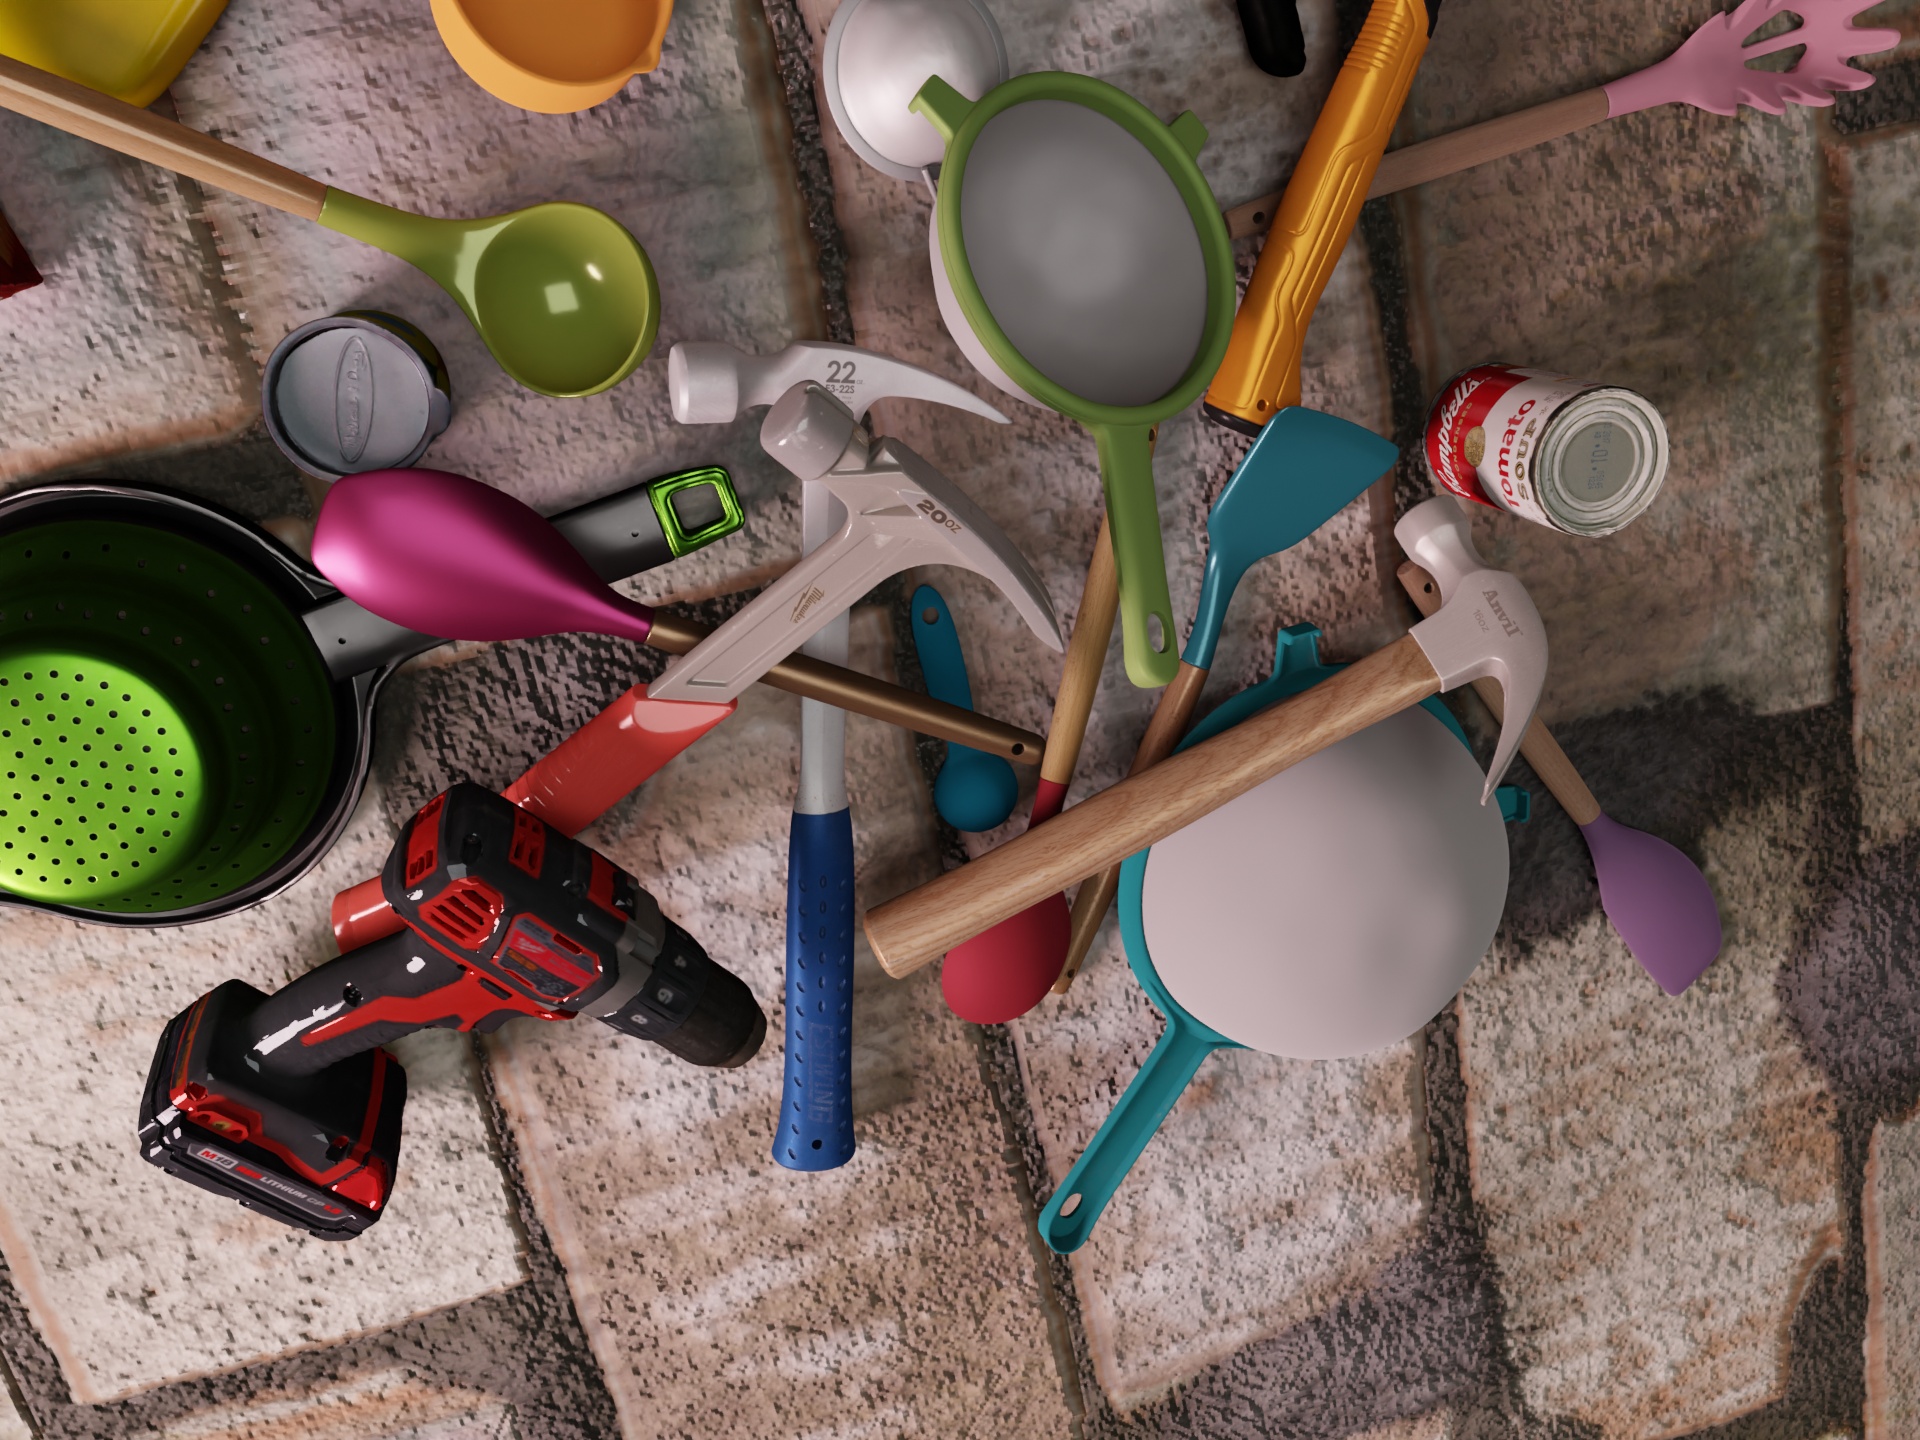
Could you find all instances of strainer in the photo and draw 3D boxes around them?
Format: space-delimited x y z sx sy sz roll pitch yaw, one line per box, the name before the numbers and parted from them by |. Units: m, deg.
strainer | 0.049 -0.138 0.676 0.151 0.069 0.256 -8 88 -33
strainer | 0.154 0.137 0.774 0.210 0.095 0.340 33 93 -29
strainer | -0.038 -0.330 0.641 0.087 0.050 0.258 -29 108 -18

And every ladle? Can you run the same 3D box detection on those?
ladle | -0.265 -0.203 0.593 0.320 0.062 0.078 16 103 -29
ladle | 0.052 0.004 0.762 0.069 0.031 0.315 8 100 -32

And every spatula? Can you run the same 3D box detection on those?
spatula | 0.109 0.000 0.772 0.082 0.044 0.317 11 107 -36
spatula | 0.320 0.031 0.839 0.060 0.018 0.315 -45 111 -5

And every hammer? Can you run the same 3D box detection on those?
hammer | -0.058 0.030 0.739 0.144 0.035 0.405 -4 112 -17
hammer | 0.107 0.030 0.717 0.331 0.130 0.031 -29 156 6
hammer | 0.174 -0.284 0.669 0.127 0.034 0.336 12 109 -25
hammer | -0.134 0.015 0.669 0.359 0.037 0.149 -36 125 23

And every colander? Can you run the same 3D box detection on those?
colander | -0.278 -0.020 0.659 0.397 0.095 0.204 -21 110 -4

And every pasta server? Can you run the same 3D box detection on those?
pasta server | 0.270 -0.273 0.722 0.316 0.040 0.060 -19 109 -4

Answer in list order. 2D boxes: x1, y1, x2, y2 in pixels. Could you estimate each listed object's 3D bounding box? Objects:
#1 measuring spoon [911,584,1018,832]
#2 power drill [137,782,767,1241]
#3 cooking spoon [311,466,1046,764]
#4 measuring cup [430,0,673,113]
measuring spoon | -0.001 -0.002 0.760 0.042 0.021 0.128 -17 110 -6
power drill | -0.216 0.138 0.695 0.226 0.080 0.187 -34 128 18
cooking spoon | -0.106 -0.032 0.668 0.318 0.017 0.068 18 108 -20
measuring cup | -0.136 -0.314 0.626 0.095 0.052 0.174 43 72 -21
